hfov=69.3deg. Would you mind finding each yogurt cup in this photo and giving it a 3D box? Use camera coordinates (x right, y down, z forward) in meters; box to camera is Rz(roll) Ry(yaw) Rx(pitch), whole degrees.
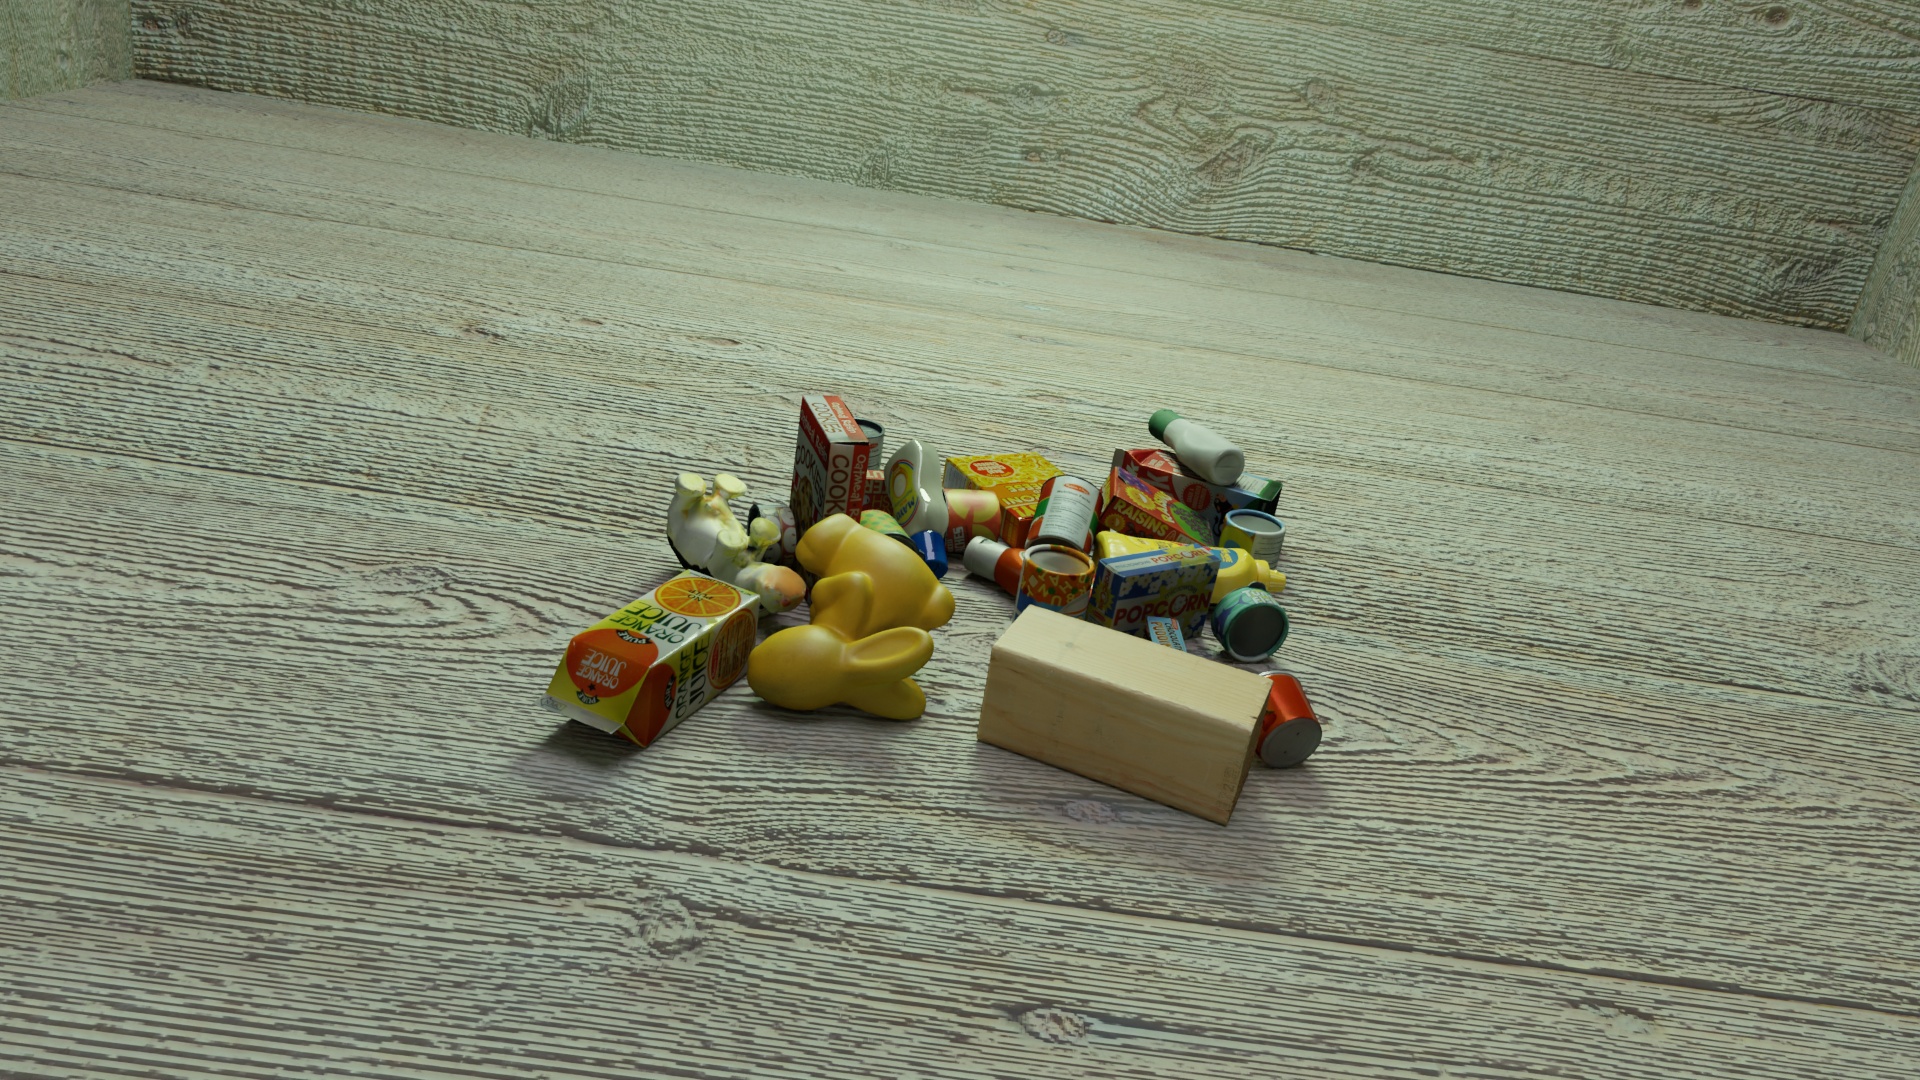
[{"bbox_3d":[0.260,0.149,1.138,0.072,0.072,0.054,1,33,-18],"label":"yogurt cup"}]

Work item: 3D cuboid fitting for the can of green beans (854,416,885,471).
[{"bbox_3d":[-0.121,-0.102,1.572,0.071,0.057,0.071,7,24,-3],"label":"can of green beans"}]

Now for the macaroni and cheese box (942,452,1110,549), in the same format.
[{"bbox_3d":[0.072,-0.047,1.538,0.124,0.040,0.167,-6,28,-29],"label":"macaroni and cheese box"}]

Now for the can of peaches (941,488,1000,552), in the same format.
[{"bbox_3d":[0.005,-0.018,1.421,0.058,0.071,0.071,2,25,-17],"label":"can of peaches"}]

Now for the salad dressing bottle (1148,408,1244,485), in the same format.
[{"bbox_3d":[0.262,-0.108,1.560,0.064,0.043,0.148,-1,24,-23],"label":"salad dressing bottle"}]

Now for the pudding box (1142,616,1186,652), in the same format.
[{"bbox_3d":[0.178,0.106,1.220,0.030,0.049,0.084,7,24,-2],"label":"pudding box"}]

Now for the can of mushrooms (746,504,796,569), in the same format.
[{"bbox_3d":[-0.179,0.001,1.316,0.033,0.070,0.071,-1,25,-23],"label":"can of mushrooms"}]

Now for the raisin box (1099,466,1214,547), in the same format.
[{"bbox_3d":[0.207,-0.021,1.477,0.123,0.040,0.086,29,24,-7],"label":"raisin box"}]

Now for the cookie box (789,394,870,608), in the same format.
[{"bbox_3d":[-0.125,-0.037,1.291,0.040,0.166,0.123,1,25,-20],"label":"cookie box"}]

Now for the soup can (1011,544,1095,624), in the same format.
[{"bbox_3d":[0.086,0.055,1.260,0.071,0.083,0.071,8,24,-3],"label":"soup can"}]

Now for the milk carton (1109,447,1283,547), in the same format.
[{"bbox_3d":[0.258,-0.049,1.569,0.191,0.072,0.074,18,24,18],"label":"milk carton"}]

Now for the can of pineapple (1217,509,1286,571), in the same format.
[{"bbox_3d":[0.308,0.005,1.483,0.071,0.057,0.071,7,24,-3],"label":"can of pineapple"}]

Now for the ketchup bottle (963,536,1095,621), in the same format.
[{"bbox_3d":[0.073,0.037,1.347,0.149,0.043,0.065,21,25,27],"label":"ketchup bottle"}]

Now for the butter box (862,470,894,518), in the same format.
[{"bbox_3d":[-0.093,-0.047,1.464,0.104,0.053,0.024,1,26,-16],"label":"butter box"}]

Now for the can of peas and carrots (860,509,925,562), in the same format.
[{"bbox_3d":[-0.077,0.011,1.324,0.071,0.070,0.059,-2,25,-24],"label":"can of peas and carrots"}]

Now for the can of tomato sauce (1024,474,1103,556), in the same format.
[{"bbox_3d":[0.105,-0.013,1.410,0.071,0.070,0.083,12,51,8],"label":"can of tomato sauce"}]

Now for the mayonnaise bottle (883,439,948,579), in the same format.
[{"bbox_3d":[-0.041,-0.028,1.385,0.041,0.064,0.149,20,43,-34],"label":"mayonnaise bottle"}]

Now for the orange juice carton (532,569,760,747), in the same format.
[{"bbox_3d":[-0.237,0.096,1.070,0.072,0.072,0.193,18,26,19],"label":"orange juice carton"}]

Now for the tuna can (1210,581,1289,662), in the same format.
[{"bbox_3d":[0.271,0.076,1.294,0.071,0.070,0.033,2,26,-16],"label":"tuna can"}]

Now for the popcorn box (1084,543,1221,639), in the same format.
[{"bbox_3d":[0.177,0.054,1.293,0.127,0.084,0.038,-8,30,-35],"label":"popcorn box"}]
